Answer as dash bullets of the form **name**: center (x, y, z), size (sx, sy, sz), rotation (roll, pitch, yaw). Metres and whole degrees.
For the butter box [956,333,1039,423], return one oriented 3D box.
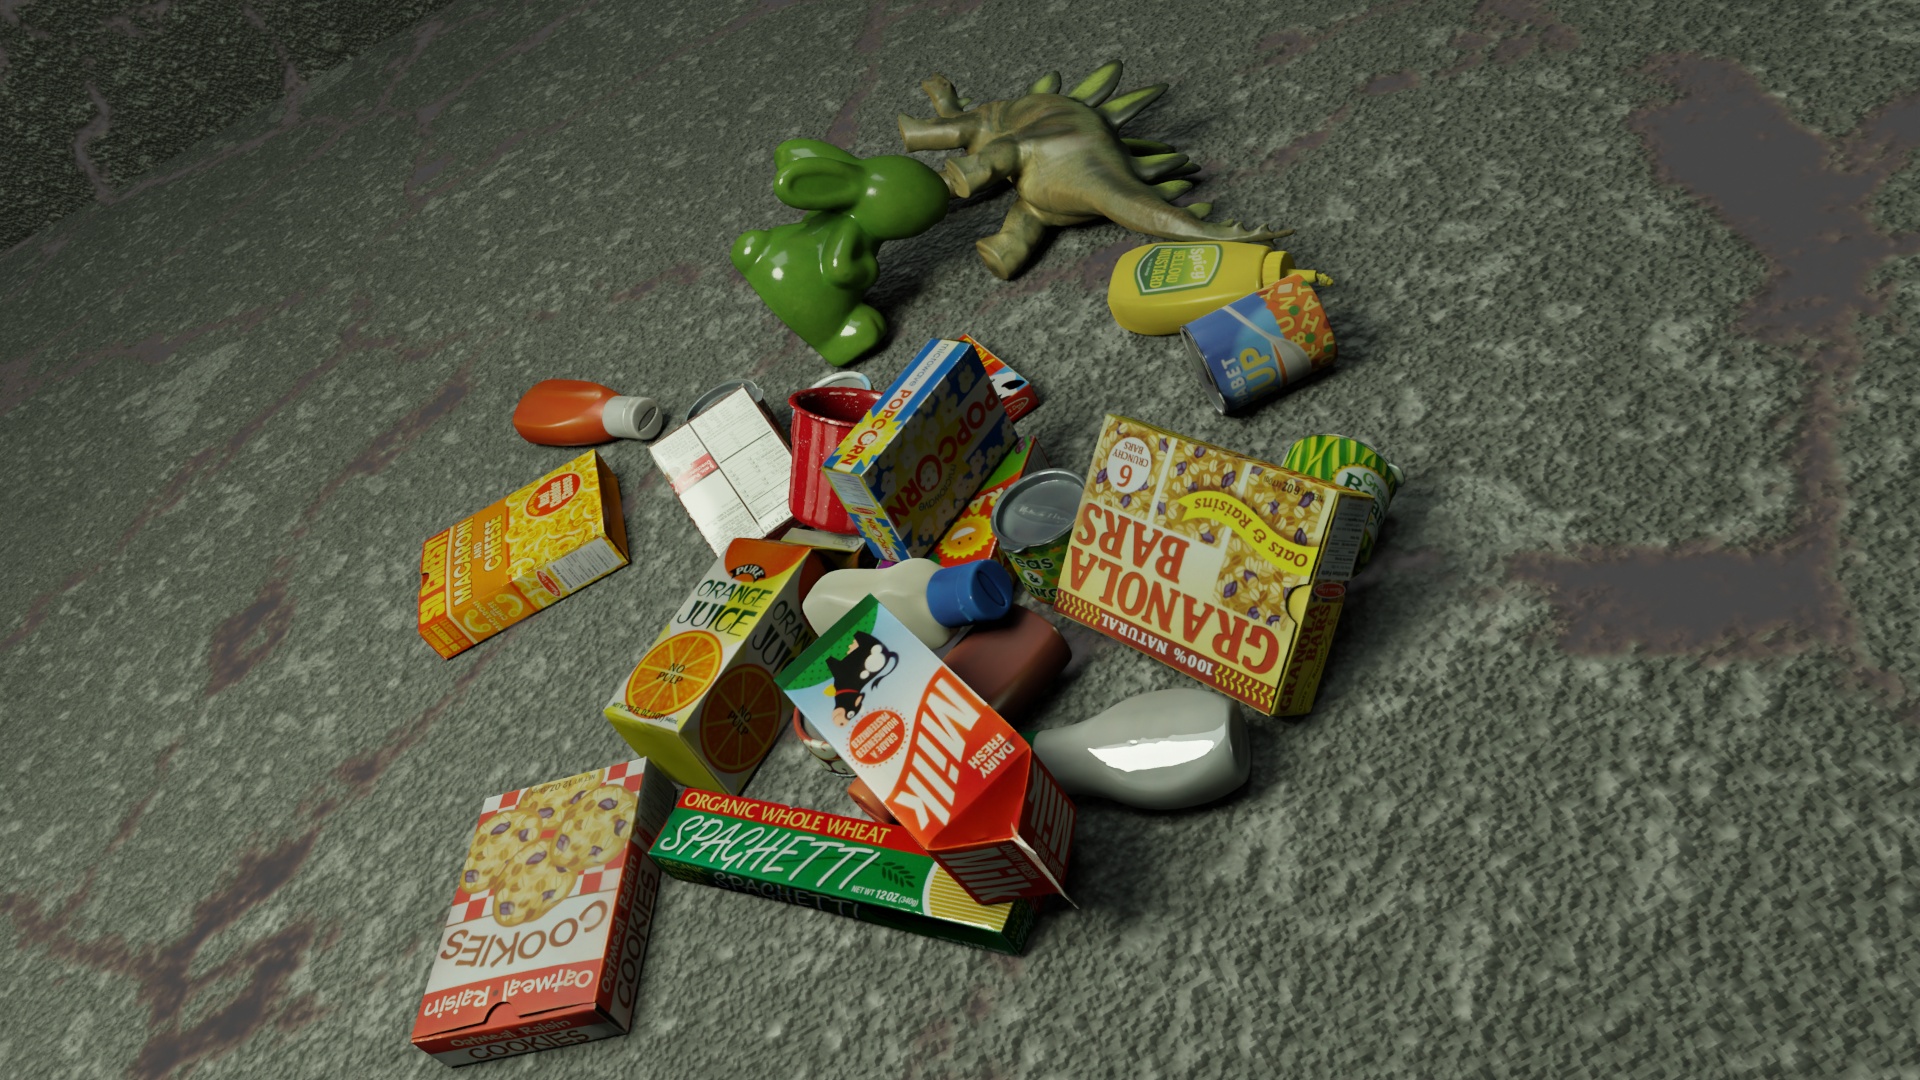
- **butter box**: center (0.011, -0.116, 1.047), size (0.053, 0.024, 0.104), rotation (-35, 40, -8)

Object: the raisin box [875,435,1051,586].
- **raisin box**: center (0.003, -0.012, 0.930), size (0.086, 0.040, 0.124), rotation (-3, 45, 27)

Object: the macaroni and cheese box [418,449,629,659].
- **macaroni and cheese box**: center (-0.354, 0.008, 1.119), size (0.166, 0.040, 0.124), rotation (-28, 39, 2)

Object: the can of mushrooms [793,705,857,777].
- **can of mushrooms**: center (-0.069, 0.109, 0.851), size (0.071, 0.033, 0.071), rotation (-16, 42, 15)

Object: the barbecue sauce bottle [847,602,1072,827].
- **barbecue sauce bottle**: center (-0.003, 0.102, 0.811), size (0.149, 0.043, 0.065), rotation (-46, 35, -18)

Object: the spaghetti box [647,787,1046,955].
- **spaghetti box**: center (-0.069, 0.182, 0.778), size (0.250, 0.028, 0.050), rotation (3, 49, 32)

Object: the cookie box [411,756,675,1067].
- **cookie box**: center (-0.246, 0.219, 0.833), size (0.123, 0.040, 0.168), rotation (-16, 42, 16)

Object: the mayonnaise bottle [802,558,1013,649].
- **mayonnaise bottle**: center (-0.031, 0.040, 0.848), size (0.148, 0.064, 0.041), rotation (-14, 34, 46)

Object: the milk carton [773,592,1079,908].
- **milk carton**: center (-0.009, 0.116, 0.719), size (0.073, 0.072, 0.191), rotation (-43, 49, -8)

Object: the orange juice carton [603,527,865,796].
- **orange juice carton**: center (-0.136, 0.064, 0.906), size (0.072, 0.072, 0.193), rotation (7, 51, 37)

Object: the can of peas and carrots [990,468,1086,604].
- **can of peas and carrots**: center (0.059, 0.000, 0.870), size (0.071, 0.058, 0.071), rotation (-17, 42, 16)

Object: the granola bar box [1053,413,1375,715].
- **granola bar box**: center (0.135, 0.009, 0.777), size (0.166, 0.039, 0.124), rotation (25, 104, 44)

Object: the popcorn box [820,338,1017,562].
- **popcorn box**: center (-0.023, -0.058, 0.897), size (0.038, 0.085, 0.127), rotation (14, 56, 40)

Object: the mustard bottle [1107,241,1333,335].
- **mustard bottle**: center (0.187, -0.184, 0.993), size (0.160, 0.048, 0.065), rotation (1, 60, 31)

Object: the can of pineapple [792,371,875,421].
- **can of pineapple**: center (-0.085, -0.083, 1.043), size (0.071, 0.057, 0.071), rotation (-16, 42, 15)

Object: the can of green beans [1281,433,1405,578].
- **can of green beans**: center (0.209, -0.018, 0.794), size (0.071, 0.071, 0.058), rotation (6, 52, 35)

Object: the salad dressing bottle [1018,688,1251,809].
- **salad dressing bottle**: center (0.079, 0.116, 0.749), size (0.147, 0.044, 0.064), rotation (-11, 49, 24)

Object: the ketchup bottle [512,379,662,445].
- **ketchup bottle**: center (-0.327, -0.112, 1.227), size (0.149, 0.043, 0.065), rotation (7, 53, 35)

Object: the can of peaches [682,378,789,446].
- **can of peaches**: center (-0.174, -0.085, 1.097), size (0.071, 0.057, 0.071), rotation (-16, 41, 15)

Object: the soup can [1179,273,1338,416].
- **soup can**: center (0.198, -0.127, 0.917), size (0.084, 0.071, 0.072), rotation (-25, 40, 5)
